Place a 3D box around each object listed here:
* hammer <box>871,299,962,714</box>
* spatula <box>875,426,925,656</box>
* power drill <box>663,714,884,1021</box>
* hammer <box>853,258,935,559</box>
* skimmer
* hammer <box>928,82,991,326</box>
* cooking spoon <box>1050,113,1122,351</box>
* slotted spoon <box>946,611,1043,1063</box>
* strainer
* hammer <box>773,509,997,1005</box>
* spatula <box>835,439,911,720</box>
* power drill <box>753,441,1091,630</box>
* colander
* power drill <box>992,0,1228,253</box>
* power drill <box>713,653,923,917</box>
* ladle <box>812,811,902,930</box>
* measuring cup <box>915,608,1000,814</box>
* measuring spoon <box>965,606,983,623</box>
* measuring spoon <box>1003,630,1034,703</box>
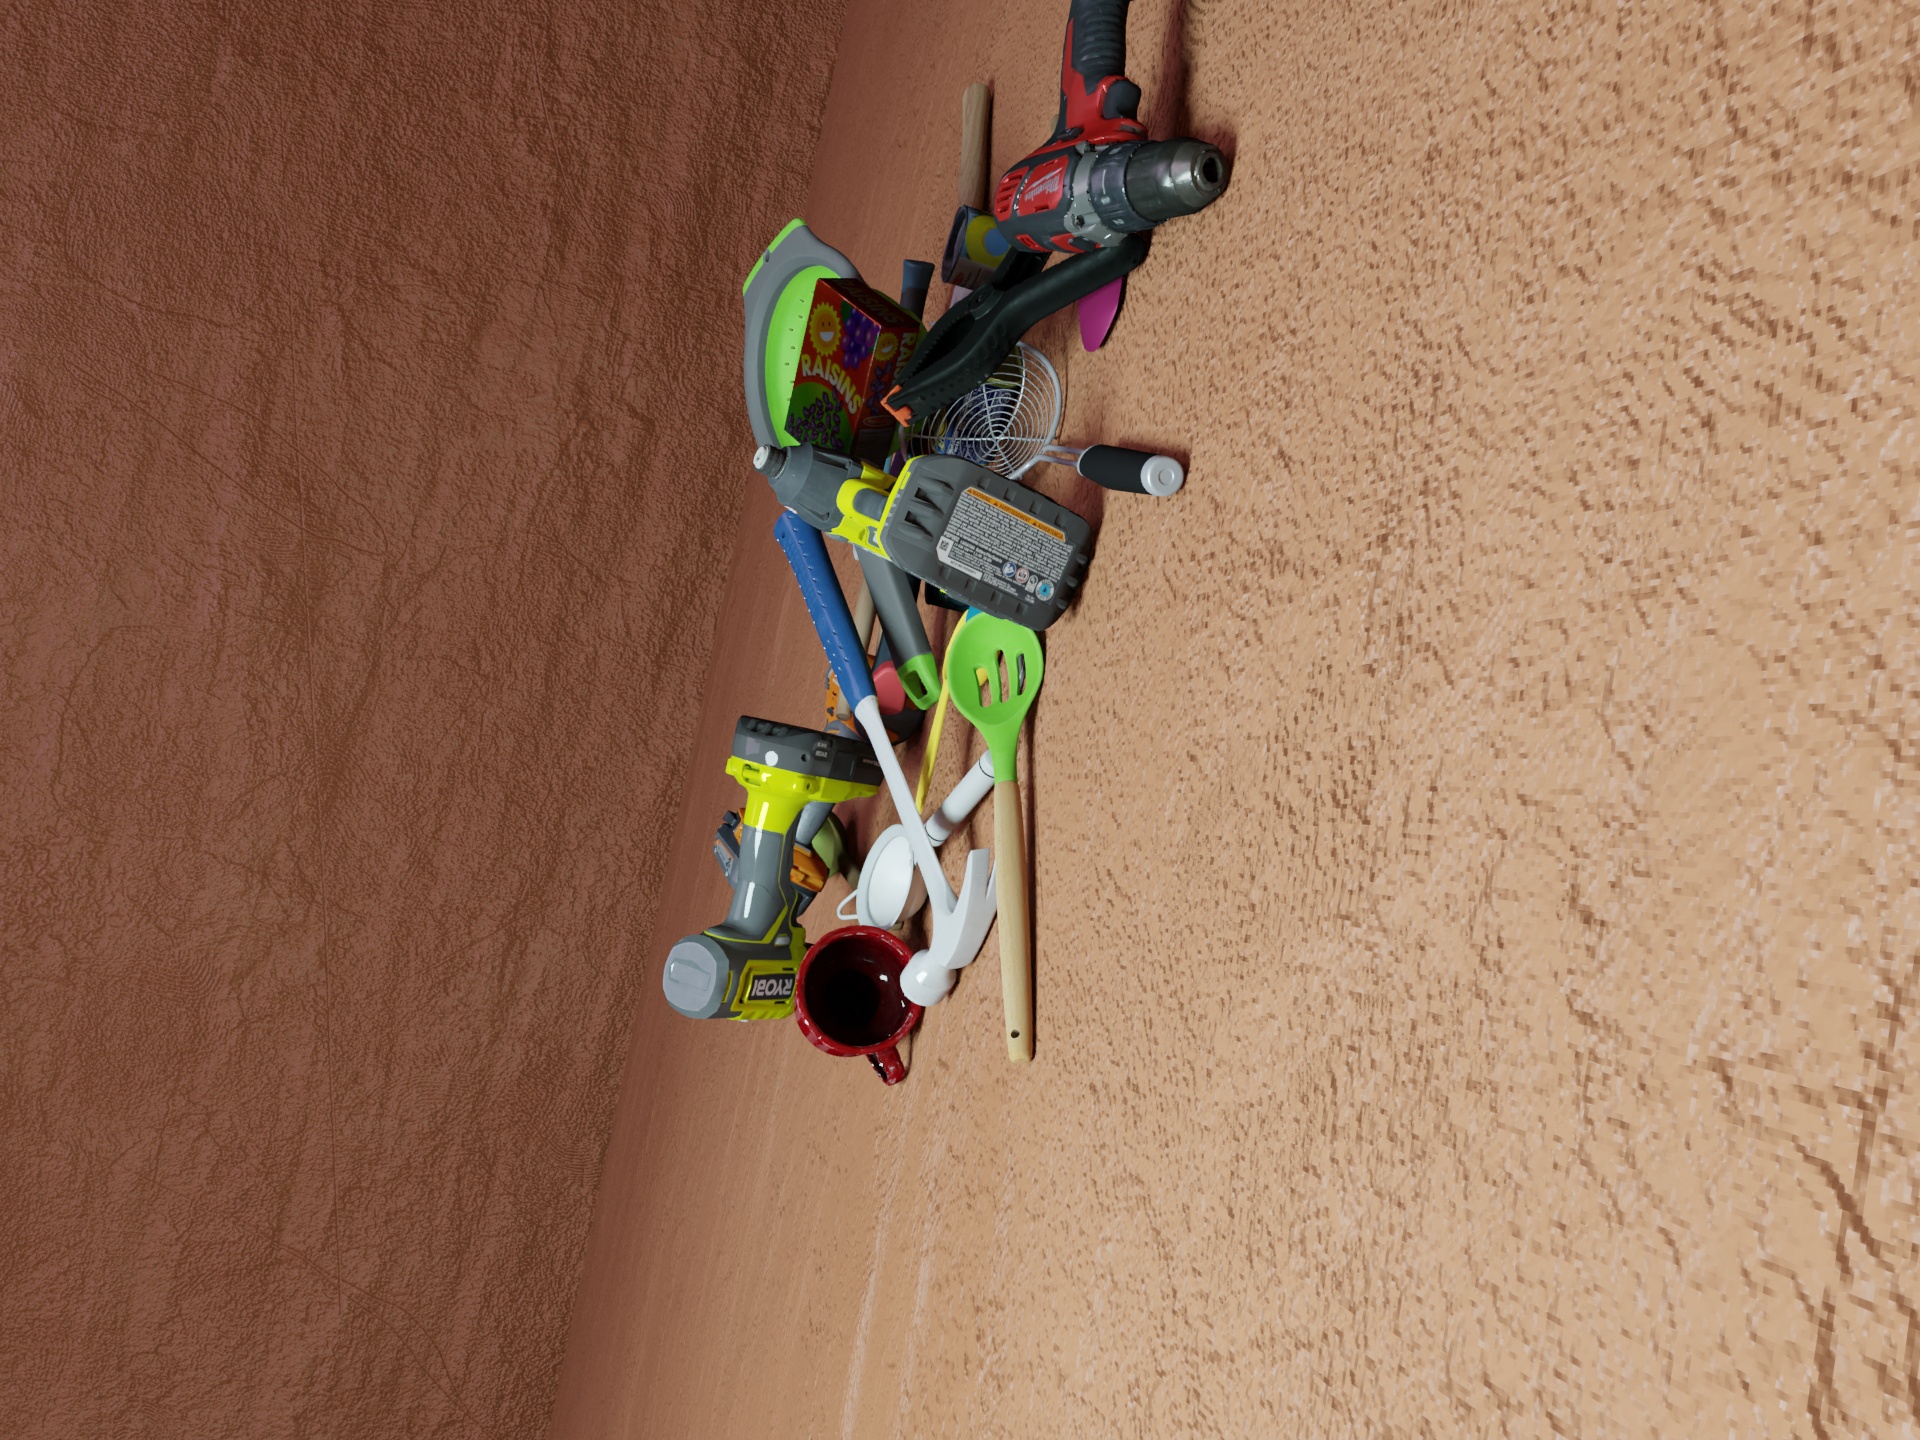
[{"bbox_3d":[-0.038,-0.174,1.374,0.143,0.038,0.387,127,156,-60],"label":"hammer"},{"bbox_3d":[-0.064,-0.164,1.499,0.044,0.082,0.317,8,89,36],"label":"spatula"},{"bbox_3d":[-0.130,0.121,1.239,0.080,0.190,0.228,13,90,32],"label":"power drill"},{"bbox_3d":[-0.070,-0.305,1.595,0.128,0.033,0.330,-100,19,-52],"label":"hammer"},{"bbox_3d":[0.046,-0.189,1.024,0.127,0.090,0.363,-50,19,1],"label":"skimmer"},{"bbox_3d":[0.010,-0.496,1.526,0.130,0.031,0.332,123,156,-52],"label":"hammer"},{"bbox_3d":[0.087,-0.368,1.160,0.319,0.017,0.068,-94,23,-46],"label":"cooking spoon"},{"bbox_3d":[0.028,0.064,0.993,0.070,0.031,0.314,-17,53,21],"label":"slotted spoon"},{"bbox_3d":[-0.020,0.086,1.148,0.258,0.050,0.087,128,147,-47],"label":"strainer"},{"bbox_3d":[-0.061,-0.005,1.145,0.144,0.035,0.406,-60,42,42],"label":"hammer"},{"bbox_3d":[-0.068,-0.135,1.320,0.059,0.018,0.316,121,162,-56],"label":"spatula"},{"bbox_3d":[-0.031,-0.132,1.047,0.223,0.171,0.080,26,93,59],"label":"power drill"},{"bbox_3d":[-0.058,-0.201,1.262,0.204,0.094,0.397,-33,72,51],"label":"colander"},{"bbox_3d":[0.107,-0.400,0.965,0.188,0.080,0.227,15,93,56],"label":"power drill"},{"bbox_3d":[-0.126,0.044,1.397,0.226,0.084,0.164,-58,23,4],"label":"power drill"},{"bbox_3d":[-0.106,0.136,1.401,0.320,0.062,0.078,-151,65,-72],"label":"ladle"},{"bbox_3d":[-0.002,-0.004,1.150,0.062,0.029,0.156,163,123,-73],"label":"measuring cup"},{"bbox_3d":[0.021,-0.098,1.147,0.129,0.042,0.021,-93,-13,-62],"label":"measuring spoon"},{"bbox_3d":[0.035,-0.040,1.085,0.034,0.018,0.124,-169,92,-75],"label":"measuring spoon"}]
